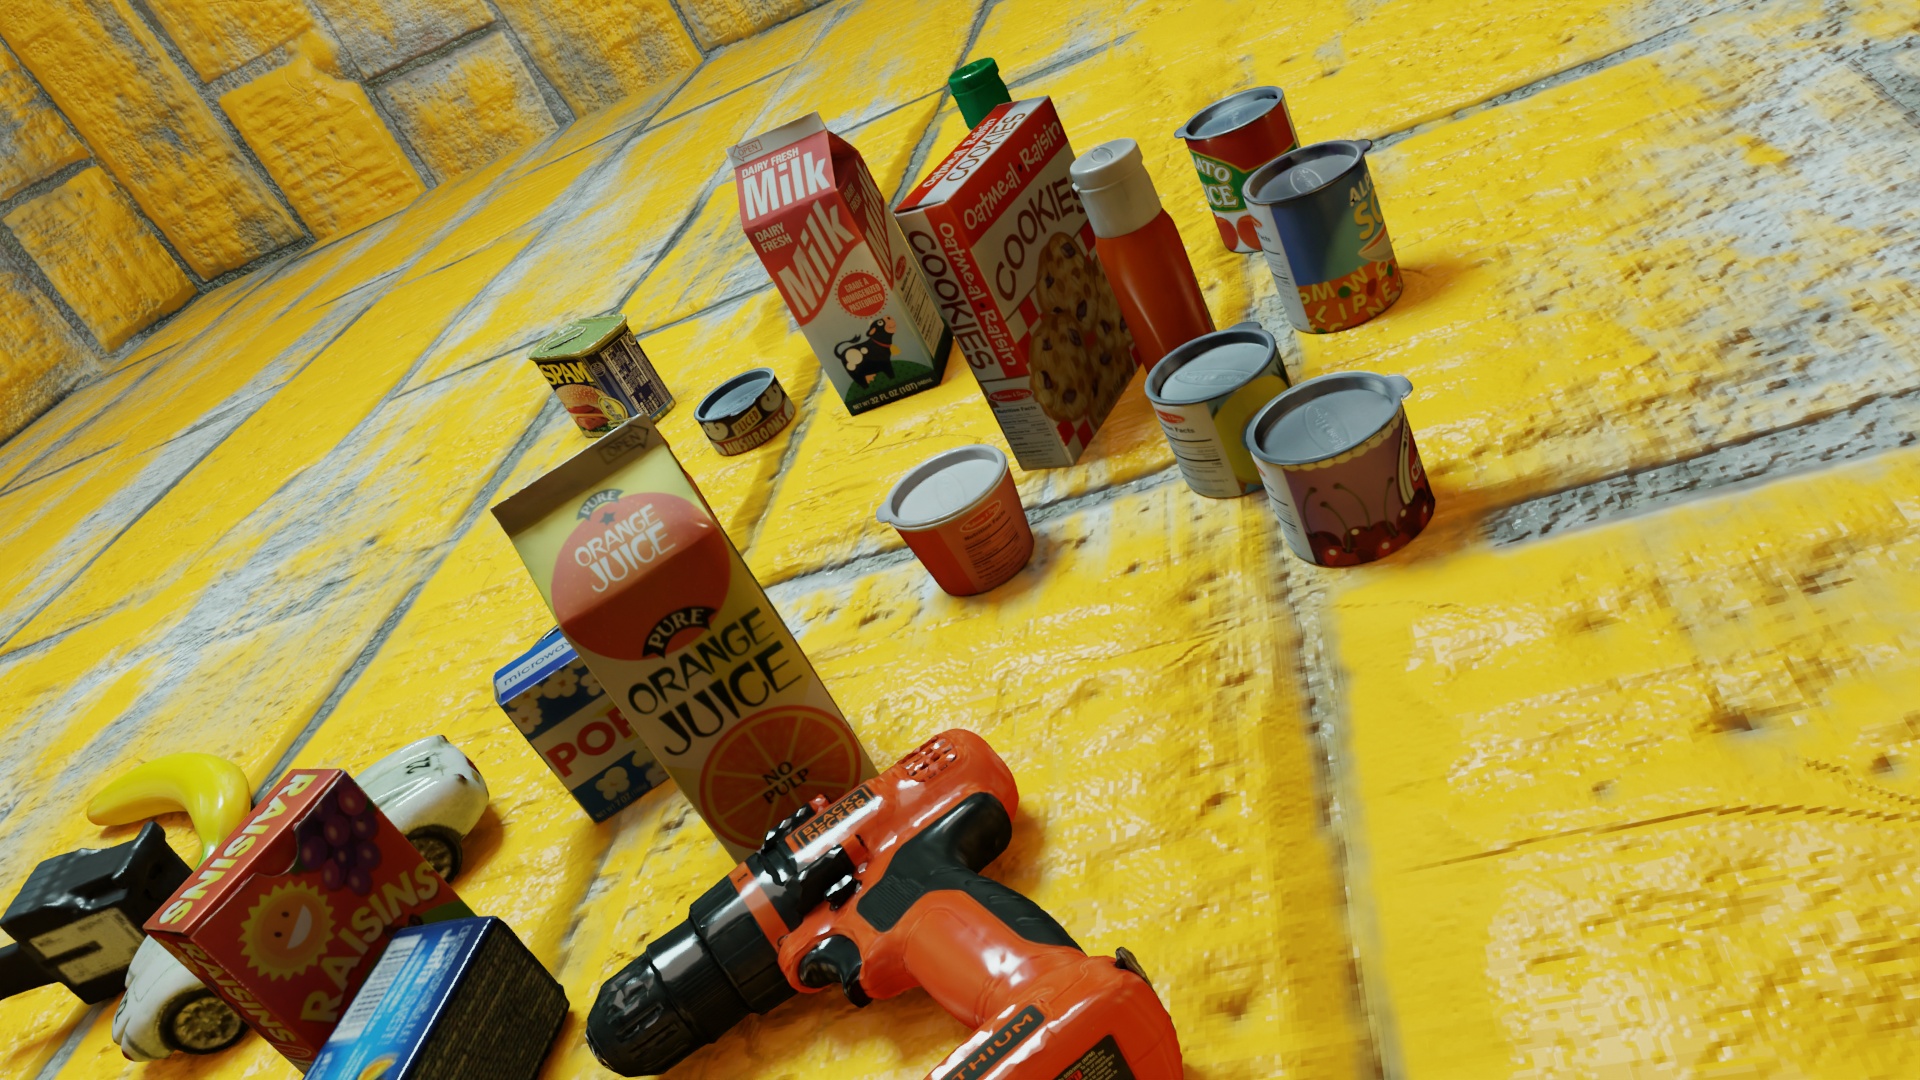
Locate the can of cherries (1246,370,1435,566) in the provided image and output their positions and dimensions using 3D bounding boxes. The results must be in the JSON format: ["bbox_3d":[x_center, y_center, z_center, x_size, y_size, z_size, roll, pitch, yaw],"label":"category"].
[{"bbox_3d":[0.166,-0.032,0.597,0.071,0.058,0.072,-21,29,13],"label":"can of cherries"}]

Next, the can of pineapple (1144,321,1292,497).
[{"bbox_3d":[0.133,-0.064,0.679,0.071,0.057,0.071,-21,29,13],"label":"can of pineapple"}]

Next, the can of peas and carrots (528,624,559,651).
[{"bbox_3d":[-0.187,0.074,0.733,0.071,0.058,0.071,-21,29,13],"label":"can of peas and carrots"}]

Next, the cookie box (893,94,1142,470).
[{"bbox_3d":[0.040,-0.143,0.773,0.040,0.167,0.123,-4,37,38],"label":"cookie box"}]

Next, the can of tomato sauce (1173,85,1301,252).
[{"bbox_3d":[0.184,-0.234,0.884,0.071,0.082,0.071,-21,29,13],"label":"can of tomato sauce"}]

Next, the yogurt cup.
[{"bbox_3d":[0.003,-0.009,0.707,0.072,0.053,0.073,-21,29,13],"label":"yogurt cup"}]

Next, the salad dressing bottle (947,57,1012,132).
[{"bbox_3d":[0.037,-0.274,1.007,0.044,0.147,0.064,-25,29,7],"label":"salad dressing bottle"}]

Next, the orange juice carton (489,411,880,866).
[{"bbox_3d":[-0.111,0.042,0.579,0.072,0.192,0.073,-33,29,-7],"label":"orange juice carton"}]

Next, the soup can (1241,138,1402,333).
[{"bbox_3d":[0.201,-0.166,0.758,0.071,0.083,0.072,-21,29,13],"label":"soup can"}]

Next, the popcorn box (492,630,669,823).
[{"bbox_3d":[-0.151,0.068,0.684,0.127,0.085,0.038,-34,29,-10],"label":"popcorn box"}]

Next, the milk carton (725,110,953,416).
[{"bbox_3d":[-0.080,-0.187,0.924,0.072,0.190,0.074,-17,30,20],"label":"milk carton"}]

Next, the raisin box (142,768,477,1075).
[{"bbox_3d":[-0.258,0.167,0.577,0.040,0.123,0.086,-6,35,35],"label":"raisin box"}]

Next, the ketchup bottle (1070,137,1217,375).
[{"bbox_3d":[0.101,-0.135,0.727,0.043,0.148,0.065,-26,29,5],"label":"ketchup bottle"}]

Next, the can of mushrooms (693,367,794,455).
[{"bbox_3d":[-0.155,-0.092,0.999,0.071,0.033,0.071,-21,29,13],"label":"can of mushrooms"}]
